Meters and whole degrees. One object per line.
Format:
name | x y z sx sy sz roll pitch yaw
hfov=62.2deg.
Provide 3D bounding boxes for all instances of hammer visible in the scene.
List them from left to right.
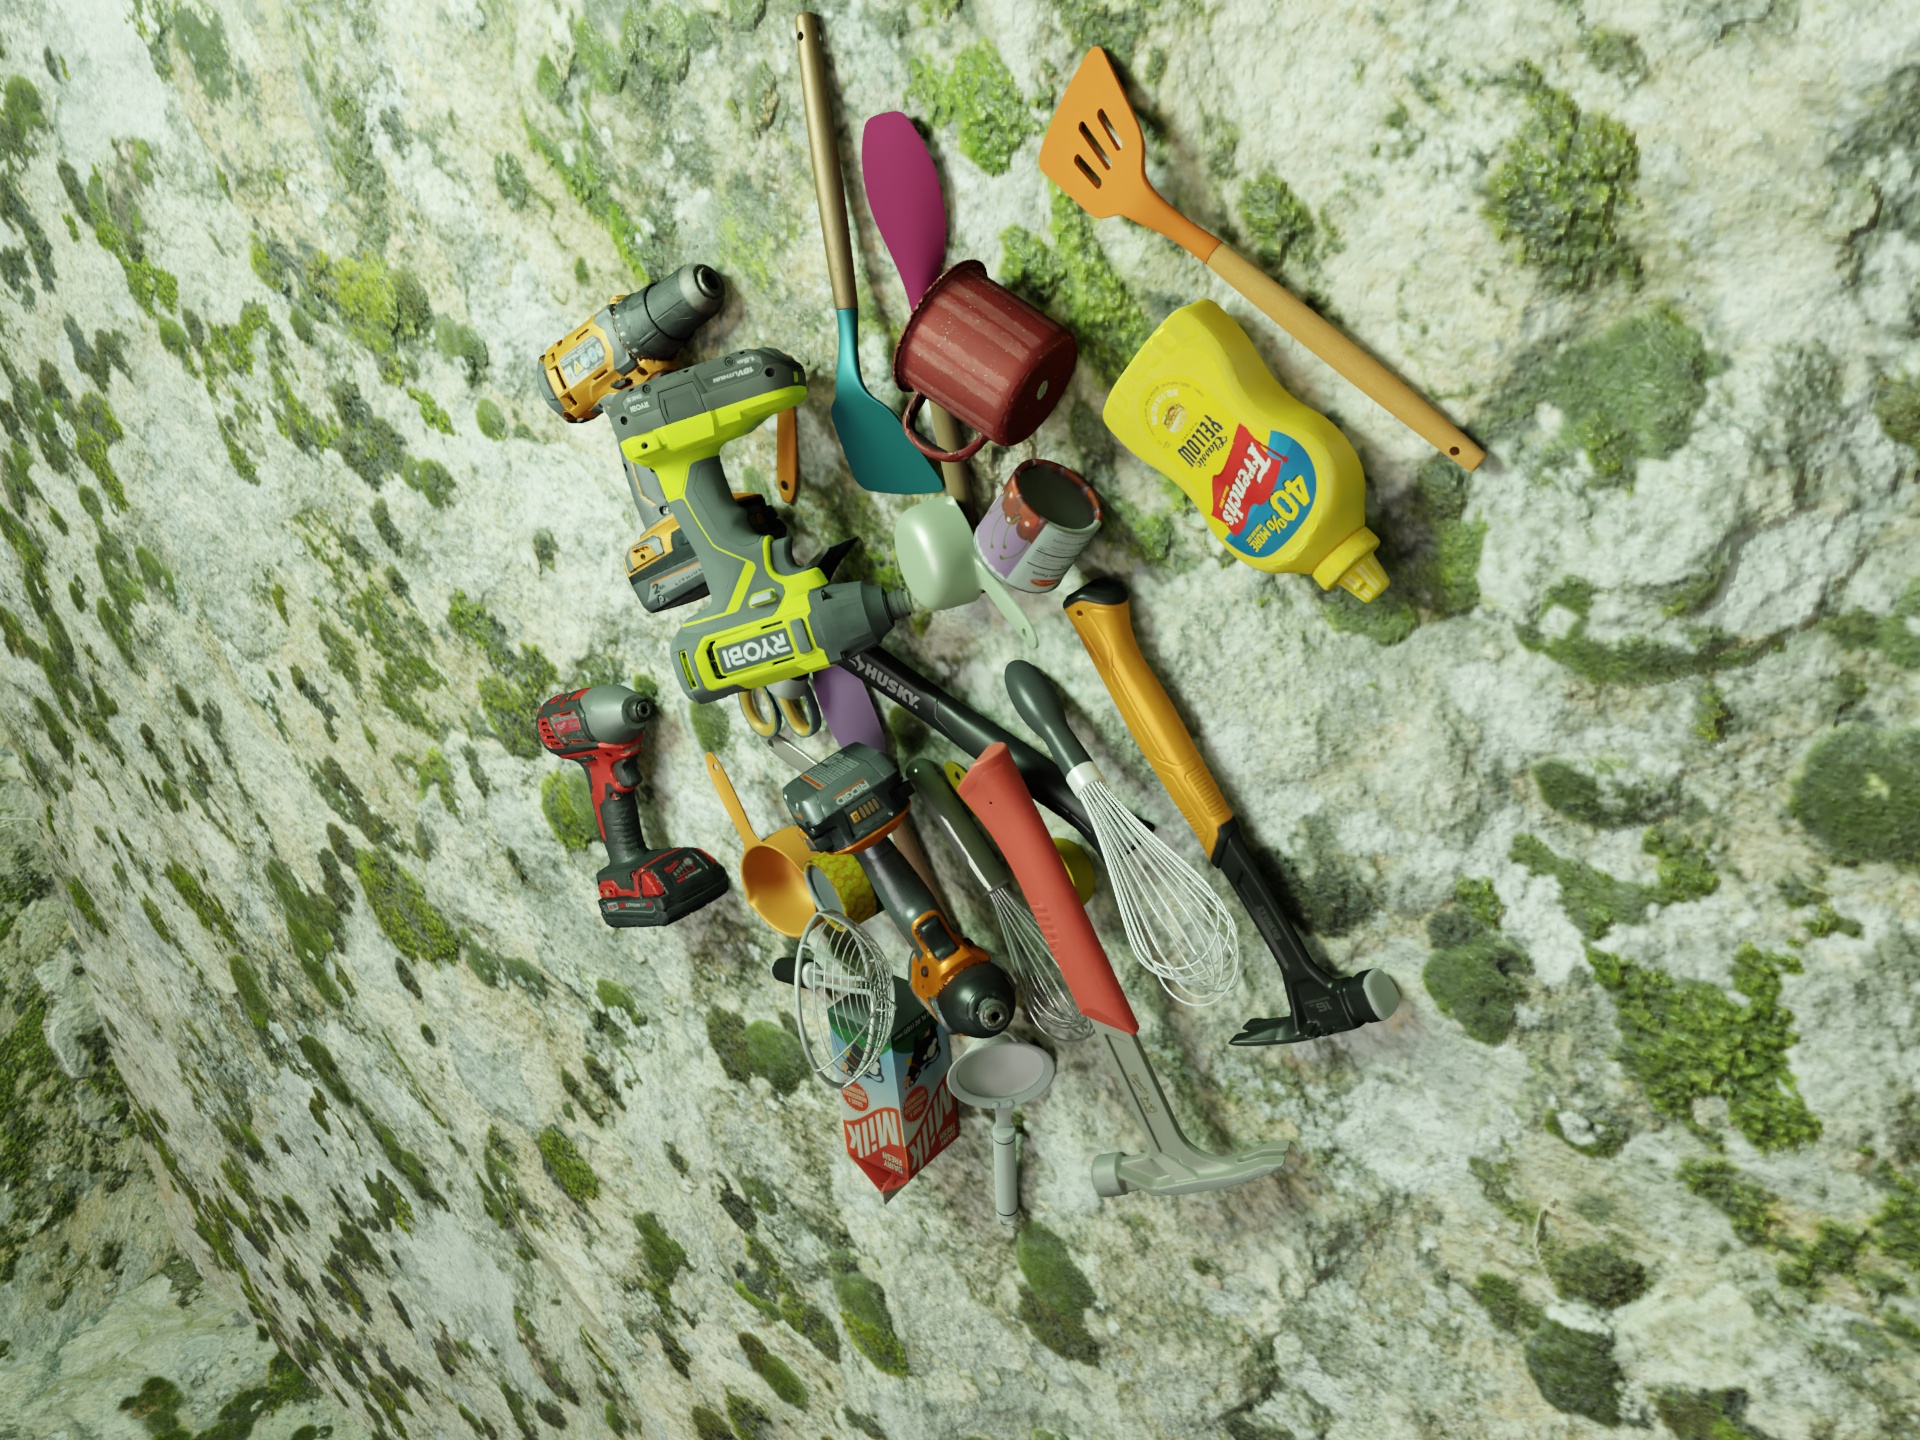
hammer | -0.002 -0.004 1.153 0.335 0.035 0.146 34 126 21
hammer | 0.099 0.178 1.120 0.149 0.037 0.359 -19 104 27
hammer | 0.157 0.061 1.051 0.127 0.034 0.337 -27 93 46

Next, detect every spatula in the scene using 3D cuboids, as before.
spatula | -0.074 -0.304 1.068 0.082 0.044 0.317 8 113 41
spatula | -0.048 0.089 1.263 0.060 0.018 0.316 -15 101 45
spatula | 0.165 -0.247 0.883 0.323 0.041 0.081 42 135 11

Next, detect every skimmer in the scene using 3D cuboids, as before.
skimmer | -0.130 0.210 1.261 0.363 0.090 0.127 164 98 -70

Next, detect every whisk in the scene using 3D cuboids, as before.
whisk | 0.030 0.133 1.199 0.246 0.059 0.057 57 164 8
whisk | 0.097 0.065 1.043 0.285 0.070 0.070 59 142 32

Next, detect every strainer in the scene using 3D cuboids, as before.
strainer | 0.034 0.332 1.308 0.087 0.050 0.258 -5 124 -3

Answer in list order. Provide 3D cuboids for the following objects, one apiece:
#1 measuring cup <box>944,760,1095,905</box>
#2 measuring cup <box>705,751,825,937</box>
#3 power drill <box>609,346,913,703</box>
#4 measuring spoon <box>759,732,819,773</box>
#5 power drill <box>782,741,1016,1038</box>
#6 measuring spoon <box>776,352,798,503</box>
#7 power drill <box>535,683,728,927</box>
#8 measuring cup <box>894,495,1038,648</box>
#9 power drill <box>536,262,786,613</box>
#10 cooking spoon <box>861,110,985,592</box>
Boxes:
measuring cup | 0.043 0.080 1.178 0.157 0.029 0.062 48 137 28
measuring cup | -0.157 0.096 1.343 0.095 0.052 0.173 -26 92 47
power drill | -0.141 -0.139 1.113 0.171 0.080 0.223 -16 99 9
measuring spoon | -0.125 0.044 1.308 0.124 0.018 0.034 33 131 26
power drill | -0.035 0.133 1.170 0.226 0.084 0.164 59 170 -11
measuring spoon | -0.131 -0.214 1.175 0.021 0.011 0.116 24 127 31
power drill | -0.299 0.073 1.444 0.143 0.078 0.219 -9 103 44
measuring cup | 0.001 -0.088 1.055 0.168 0.038 0.083 -127 25 -48
power drill | -0.213 -0.216 1.201 0.185 0.084 0.226 -23 91 37
cooking spoon | -0.018 -0.236 1.055 0.069 0.017 0.318 8 118 45
